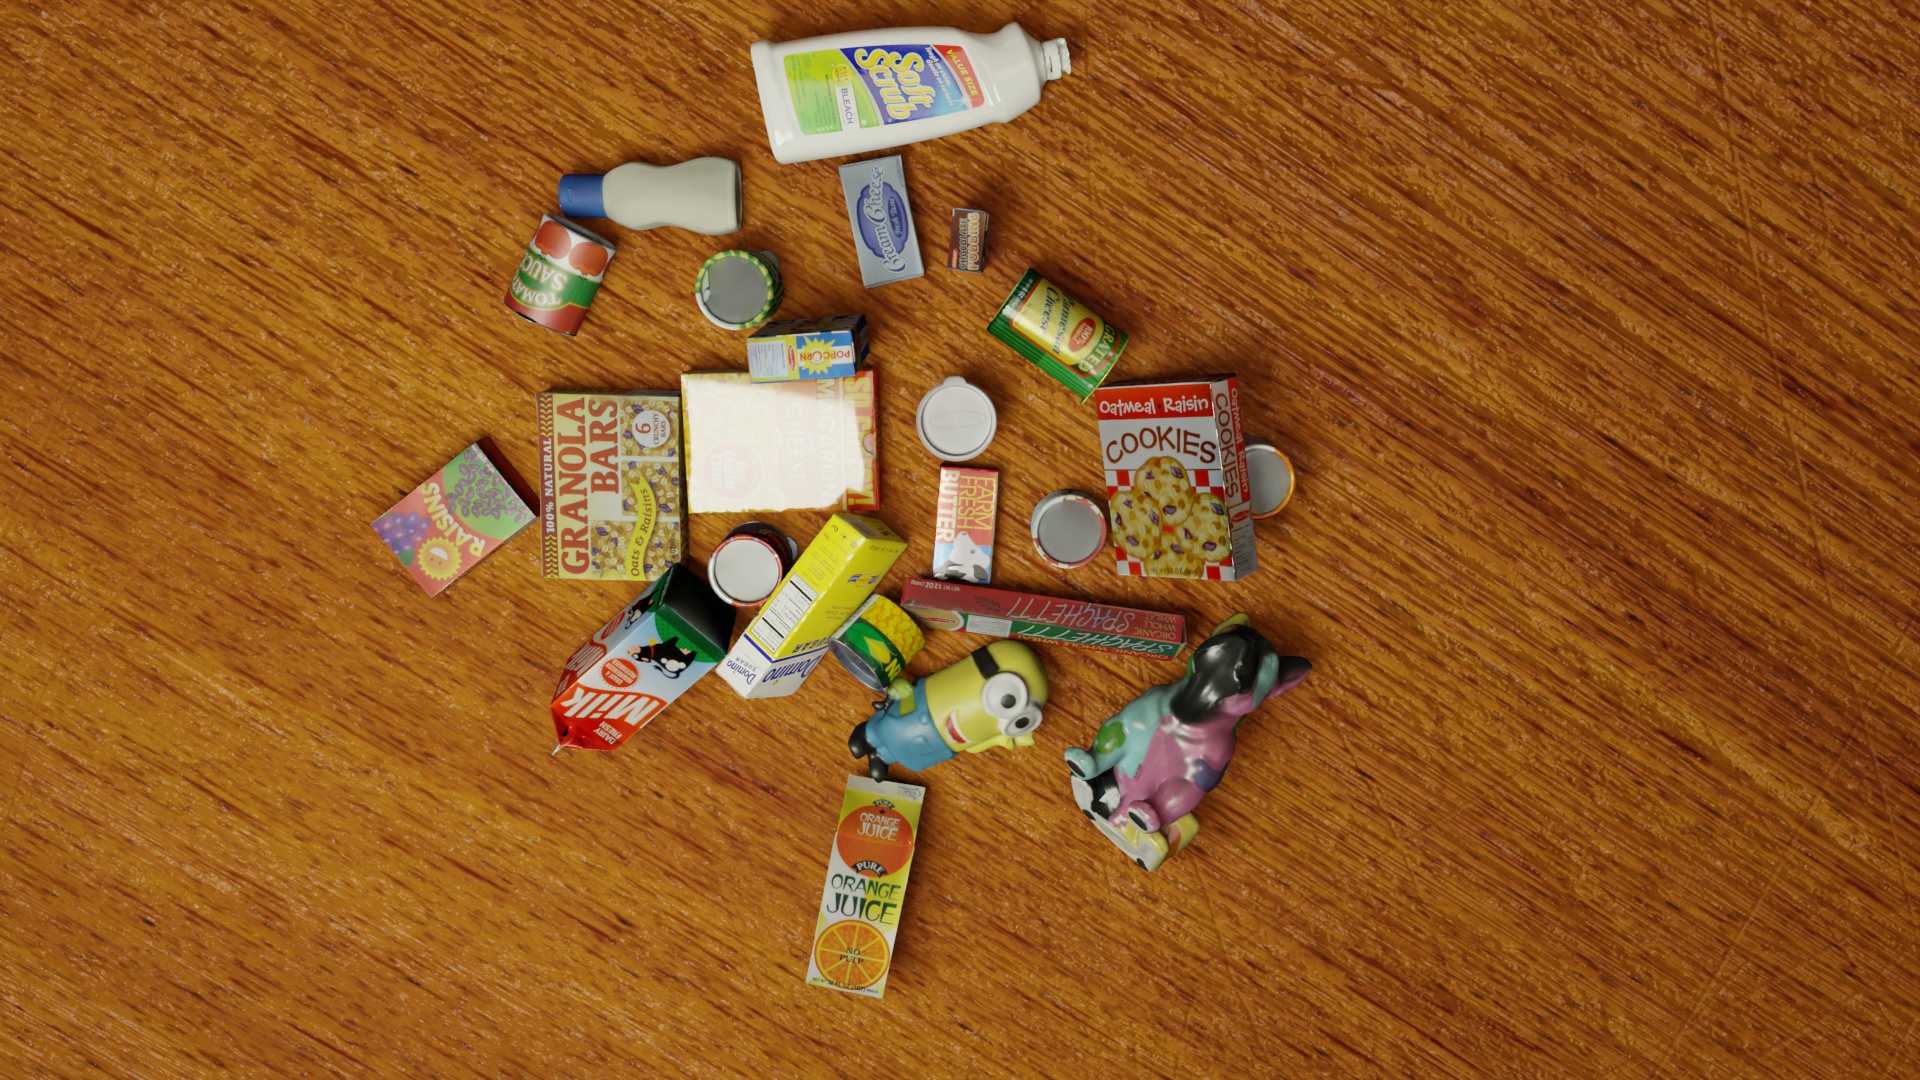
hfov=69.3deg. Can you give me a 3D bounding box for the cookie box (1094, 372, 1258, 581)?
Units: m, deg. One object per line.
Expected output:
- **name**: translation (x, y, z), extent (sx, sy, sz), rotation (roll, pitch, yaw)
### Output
- **cookie box**: translation (0.181, -0.053, 1.170), extent (0.123, 0.040, 0.167), rotation (2, 105, 45)

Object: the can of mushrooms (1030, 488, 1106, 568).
- **can of mushrooms**: translation (0.097, -0.009, 1.218), extent (0.071, 0.033, 0.071), rotation (0, 100, 1)

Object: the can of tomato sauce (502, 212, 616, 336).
- **can of tomato sauce**: translation (-0.337, -0.224, 1.167), extent (0.071, 0.071, 0.083), rotation (28, 100, -4)

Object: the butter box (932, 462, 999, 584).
- **butter box**: translation (0.004, -0.015, 1.223), extent (0.053, 0.024, 0.103), rotation (4, 101, 0)

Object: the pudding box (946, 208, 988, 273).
- **pudding box**: translation (0.007, -0.248, 1.148), extent (0.030, 0.084, 0.049), rotation (7, 102, 0)

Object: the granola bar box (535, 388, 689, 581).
- **granola bar box**: translation (-0.303, -0.048, 1.216), extent (0.124, 0.039, 0.165), rotation (1, 101, 1)

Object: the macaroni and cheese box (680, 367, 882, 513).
- **macaroni and cheese box**: translation (-0.153, -0.087, 1.205), extent (0.166, 0.040, 0.123), rotation (-1, 102, 2)

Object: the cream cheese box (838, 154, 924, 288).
- **cream cheese box**: translation (-0.066, -0.270, 1.176), extent (0.053, 0.024, 0.103), rotation (-11, 100, 4)

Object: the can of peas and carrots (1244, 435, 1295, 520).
- **can of peas and carrots**: translation (0.251, -0.052, 1.193), extent (0.071, 0.059, 0.070), rotation (0, 101, 2)

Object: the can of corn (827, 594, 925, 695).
- **can of corn**: translation (-0.071, 0.091, 1.214), extent (0.071, 0.071, 0.058), rotation (47, 69, -7)

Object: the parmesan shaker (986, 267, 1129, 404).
- **parmesan shaker**: translation (0.080, -0.172, 1.169), extent (0.103, 0.071, 0.071), rotation (34, 100, -5)

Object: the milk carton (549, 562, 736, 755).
- **milk carton**: translation (-0.289, 0.114, 1.213), extent (0.190, 0.073, 0.073), rotation (-39, 113, 19)

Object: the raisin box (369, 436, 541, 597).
- **raisin box**: translation (-0.441, -0.021, 1.224), extent (0.123, 0.040, 0.086), rotation (-37, 99, 6)

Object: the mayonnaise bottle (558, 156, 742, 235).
- **mayonnaise bottle**: translation (-0.260, -0.290, 1.169), extent (0.148, 0.041, 0.064), rotation (1, 100, 2)

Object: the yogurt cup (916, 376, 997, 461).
- **yogurt cup**: translation (-0.003, -0.105, 1.191), extent (0.072, 0.054, 0.072), rotation (0, 101, 1)

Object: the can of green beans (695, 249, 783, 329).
- **can of green beans**: translation (-0.186, -0.212, 1.172), extent (0.071, 0.058, 0.071), rotation (0, 101, 1)

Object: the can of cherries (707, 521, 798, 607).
- **can of cherries**: translation (-0.181, 0.020, 1.216), extent (0.071, 0.058, 0.071), rotation (0, 101, 2)

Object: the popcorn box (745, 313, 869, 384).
- **popcorn box**: translation (-0.124, -0.159, 1.146), extent (0.085, 0.127, 0.038), rotation (-3, 105, 2)

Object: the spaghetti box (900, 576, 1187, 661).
- **spaghetti box**: translation (0.072, 0.070, 1.223), extent (0.250, 0.050, 0.029), rotation (8, 66, 0)

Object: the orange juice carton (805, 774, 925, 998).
- **orange juice carton**: translation (-0.085, 0.307, 1.262), extent (0.072, 0.073, 0.192), rotation (12, 100, -1)
